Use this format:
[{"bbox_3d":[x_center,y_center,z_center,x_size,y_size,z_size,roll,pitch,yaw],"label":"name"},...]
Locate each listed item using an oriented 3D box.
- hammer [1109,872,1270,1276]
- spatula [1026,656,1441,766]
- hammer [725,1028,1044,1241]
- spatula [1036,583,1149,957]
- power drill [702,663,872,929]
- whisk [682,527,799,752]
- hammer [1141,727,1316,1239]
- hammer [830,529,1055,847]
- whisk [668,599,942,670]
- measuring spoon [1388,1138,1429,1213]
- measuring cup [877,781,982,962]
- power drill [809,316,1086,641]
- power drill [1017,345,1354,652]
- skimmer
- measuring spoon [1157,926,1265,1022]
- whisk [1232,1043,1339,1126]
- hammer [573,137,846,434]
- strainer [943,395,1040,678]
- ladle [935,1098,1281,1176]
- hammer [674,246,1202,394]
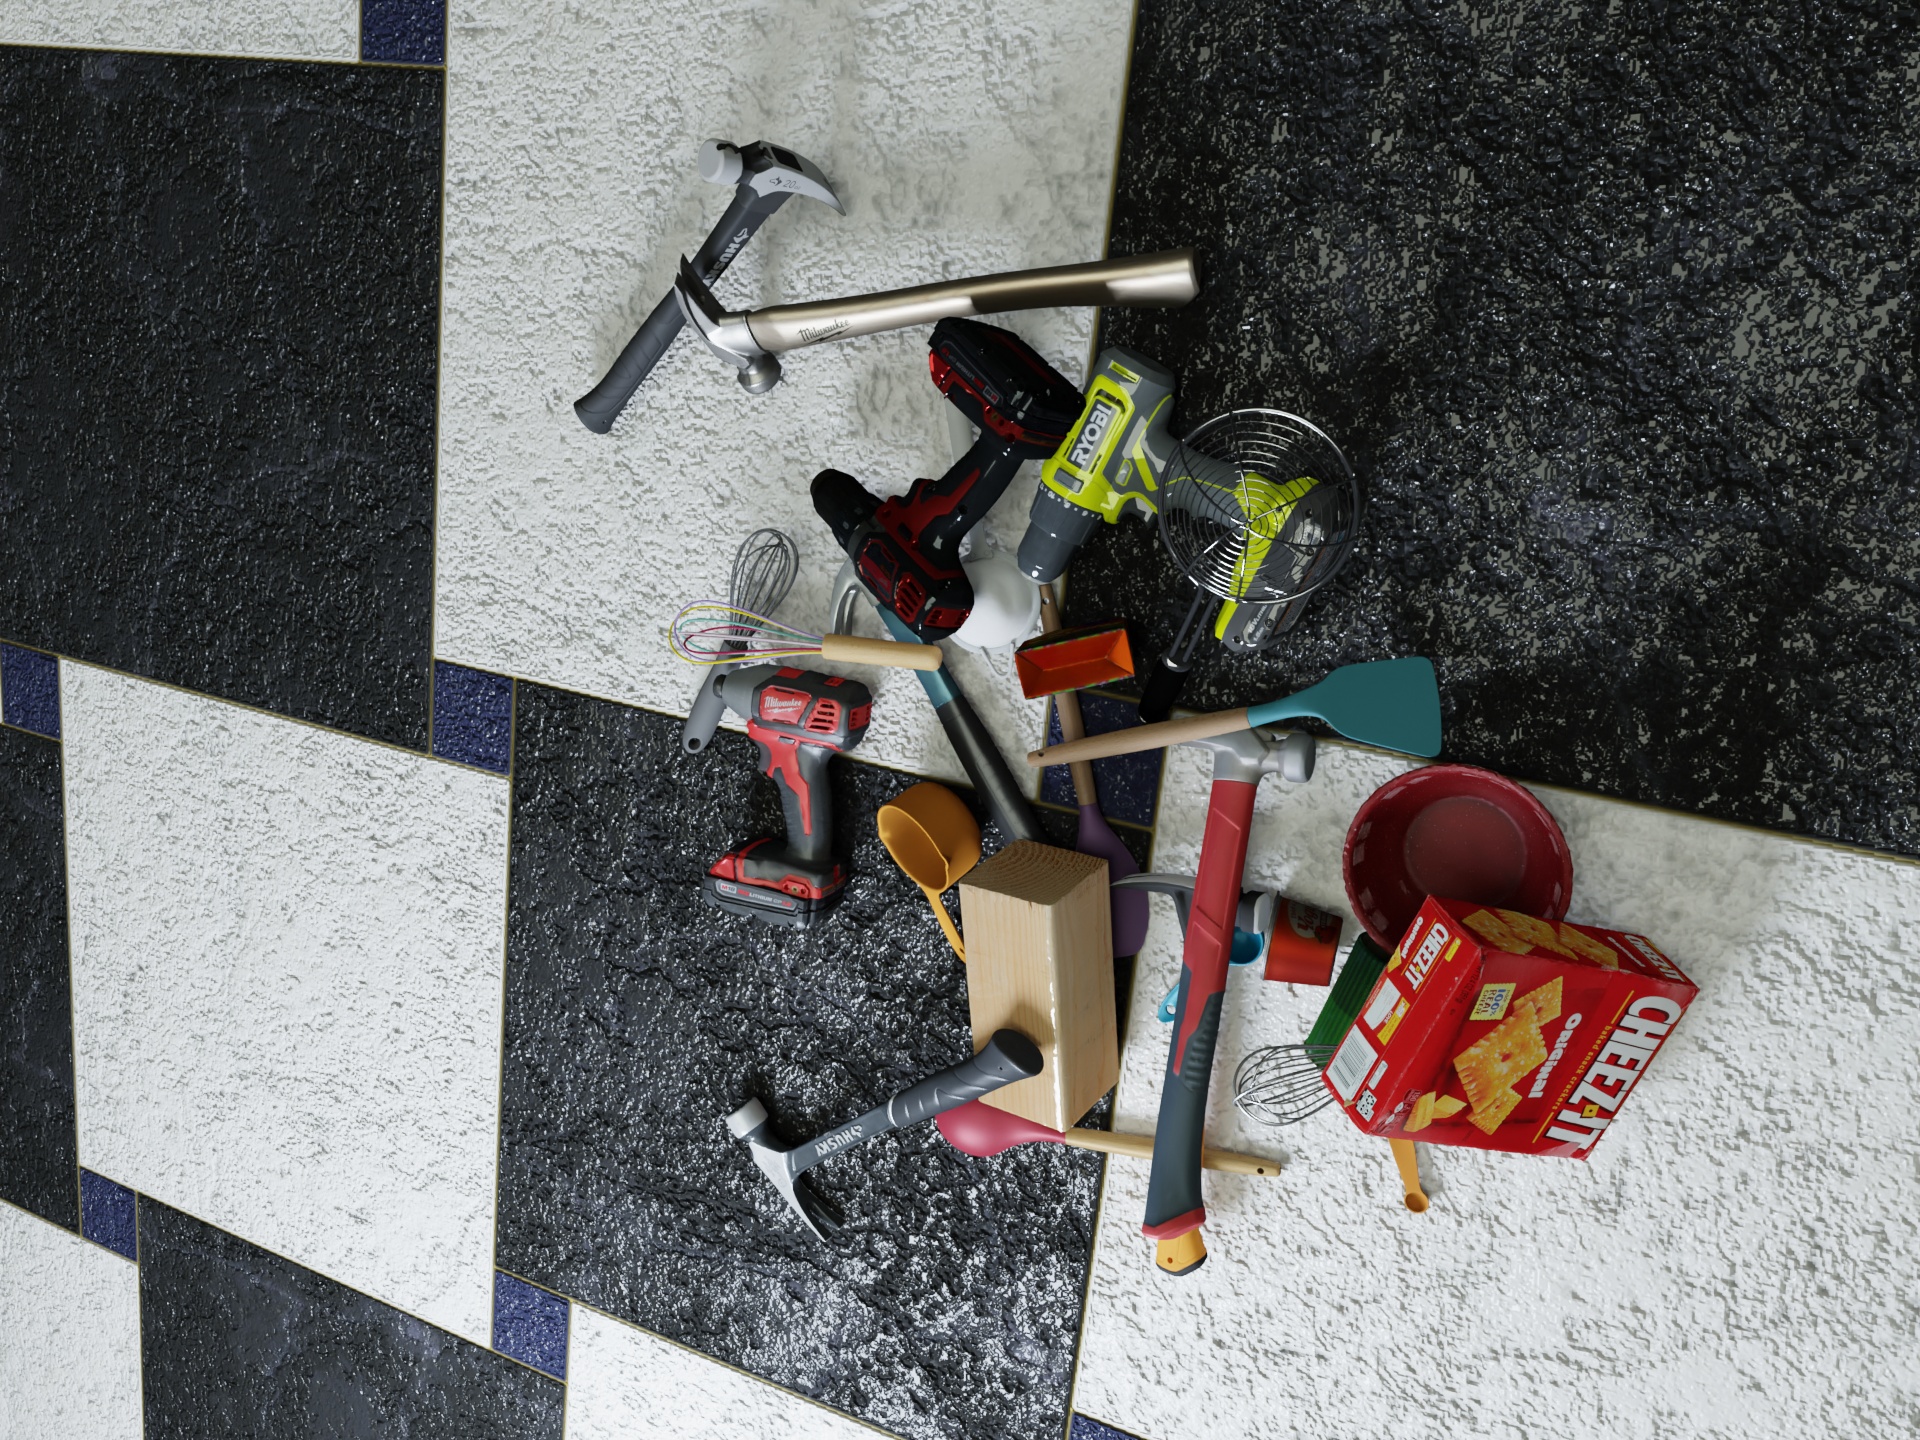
[{"bbox_3d":[0.177,0.290,1.289,0.127,0.034,0.337,8,103,30],"label":"hammer"},{"bbox_3d":[0.200,0.008,1.212,0.317,0.044,0.082,-11,61,25],"label":"spatula"},{"bbox_3d":[-0.062,0.347,1.375,0.409,0.036,0.149,-37,87,45],"label":"hammer"},{"bbox_3d":[0.102,0.043,1.305,0.060,0.018,0.316,-11,96,12],"label":"spatula"},{"bbox_3d":[-0.159,0.060,1.396,0.143,0.078,0.219,12,104,18],"label":"power drill"},{"bbox_3d":[-0.203,-0.067,1.412,0.055,0.055,0.239,34,117,15],"label":"whisk"},{"bbox_3d":[0.169,0.191,1.203,0.143,0.038,0.386,6,77,26],"label":"hammer"},{"bbox_3d":[-0.002,-0.004,1.336,0.128,0.033,0.331,-31,87,26],"label":"hammer"},{"bbox_3d":[-0.134,-0.061,1.338,0.245,0.047,0.051,7,135,16],"label":"whisk"},{"bbox_3d":[0.349,0.331,1.255,0.021,0.011,0.117,-14,91,28],"label":"measuring spoon"},{"bbox_3d":[-0.008,0.129,1.360,0.095,0.052,0.173,16,136,50],"label":"measuring cup"},{"bbox_3d":[-0.023,-0.200,1.242,0.188,0.080,0.226,49,121,30],"label":"power drill"},{"bbox_3d":[0.161,-0.149,1.206,0.229,0.080,0.190,34,113,18],"label":"power drill"},{"bbox_3d":[0.177,-0.088,1.112,0.127,0.363,0.090,29,72,7],"label":"skimmer"},{"bbox_3d":[0.203,0.203,1.292,0.042,0.021,0.128,47,121,17],"label":"measuring spoon"},{"bbox_3d":[0.313,0.245,1.167,0.246,0.059,0.058,-13,61,-11],"label":"whisk"},{"bbox_3d":[-0.230,-0.352,1.337,0.334,0.146,0.035,-40,70,38],"label":"hammer"},{"bbox_3d":[0.010,-0.162,1.285,0.087,0.050,0.258,-10,88,14],"label":"strainer"},{"bbox_3d":[0.117,0.360,1.362,0.315,0.031,0.069,3,103,23],"label":"ladle"},{"bbox_3d":[-0.020,-0.330,1.234,0.411,0.146,0.038,-2,65,21],"label":"hammer"}]
